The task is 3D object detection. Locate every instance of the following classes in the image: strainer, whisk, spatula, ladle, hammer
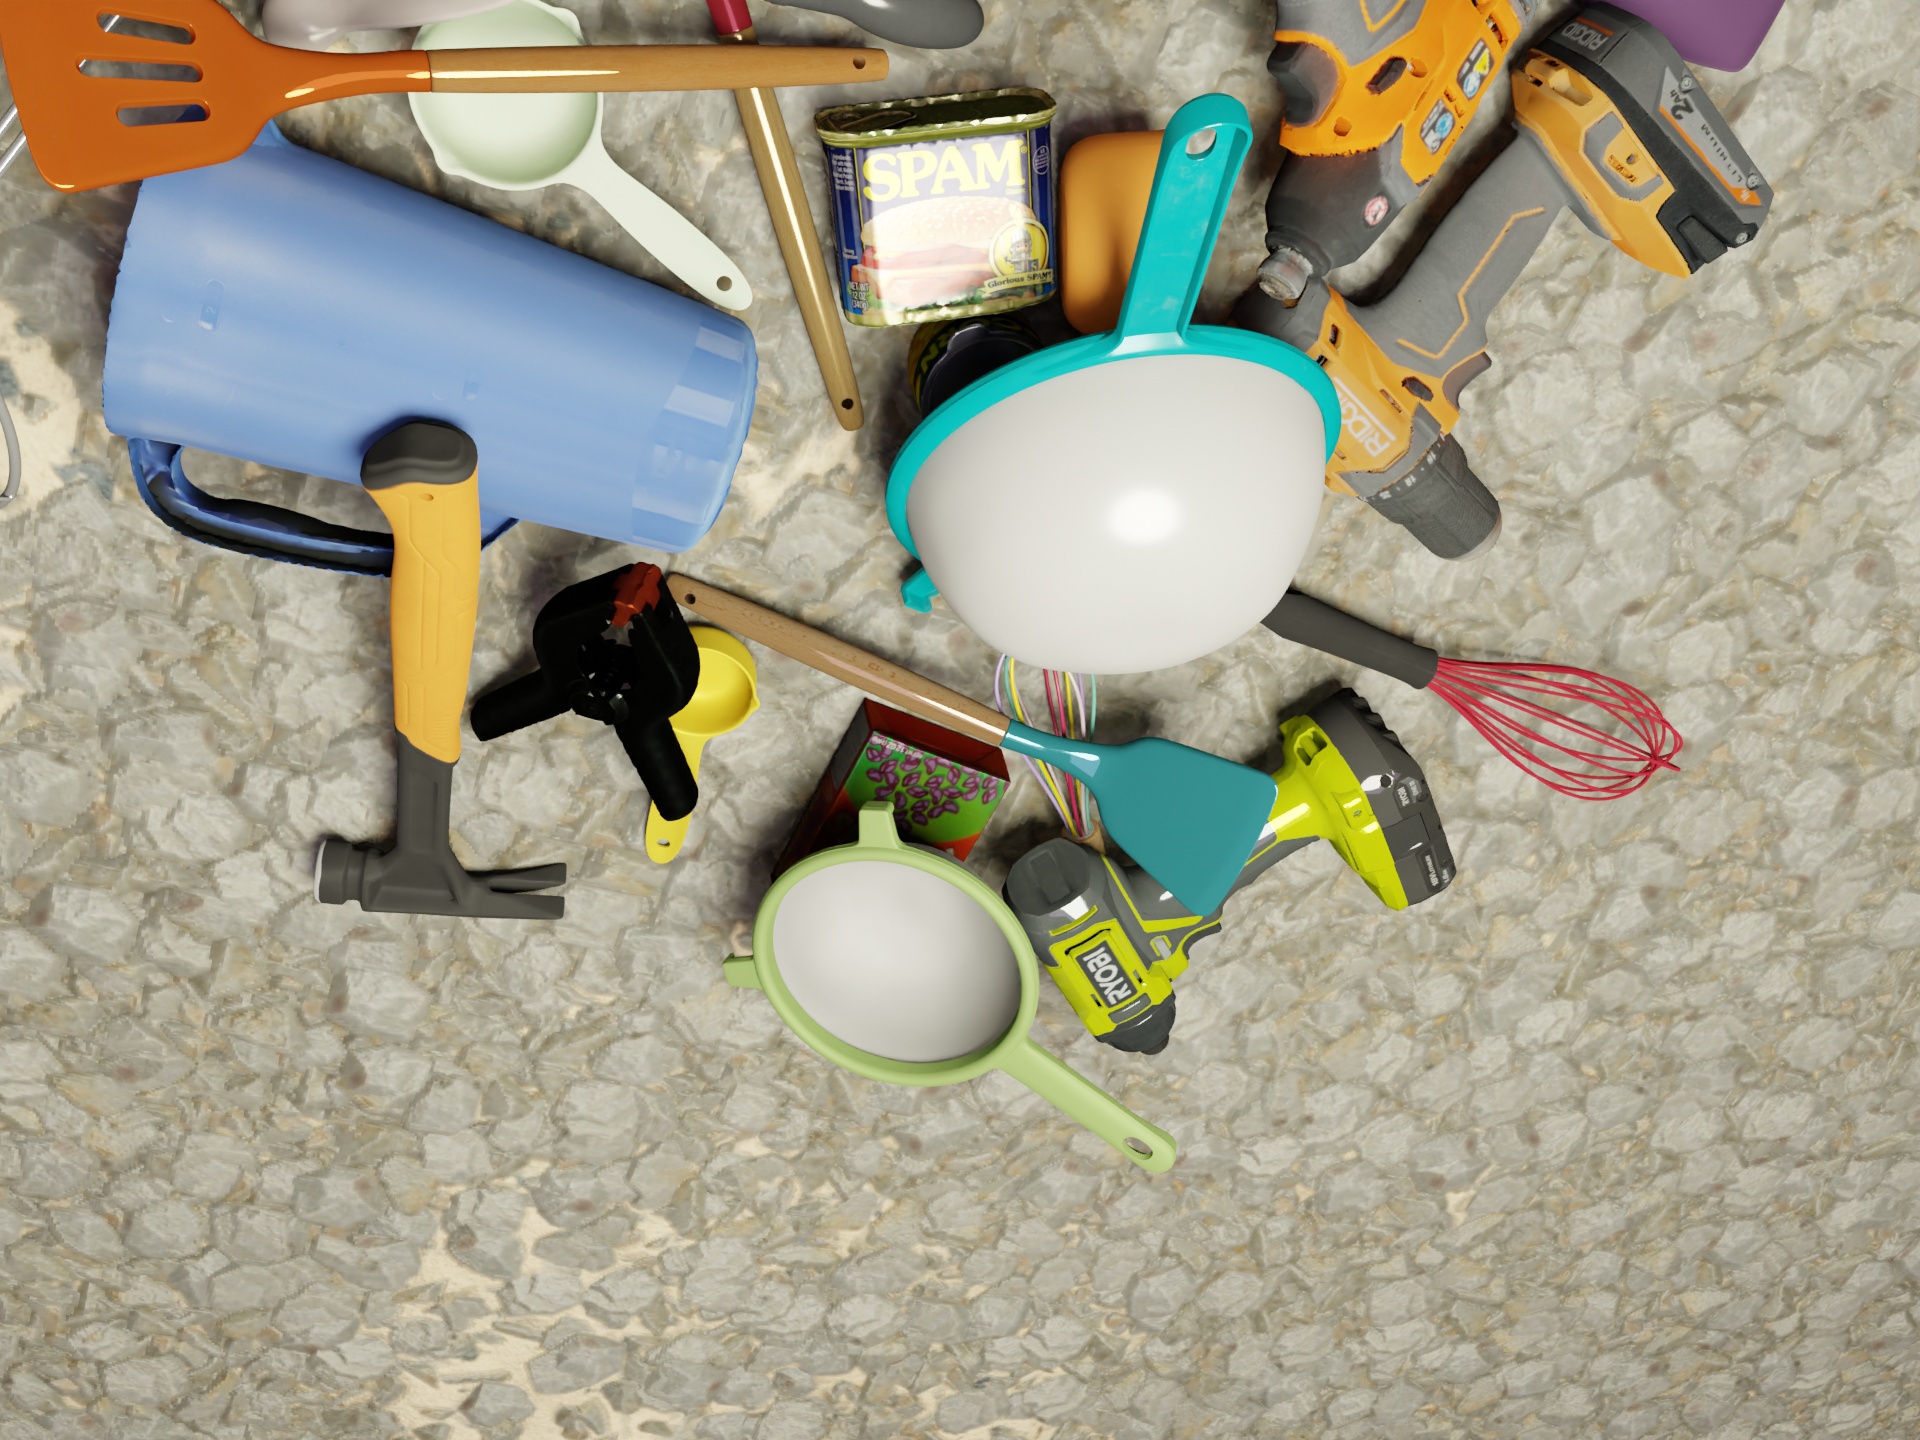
[{"bbox_3d":[0.014,0.144,0.837,0.256,0.069,0.151,37,121,-8],"label":"strainer"},{"bbox_3d":[-0.109,-0.291,0.597,0.284,0.070,0.070,-3,124,-35],"label":"whisk"},{"bbox_3d":[0.226,-0.350,0.683,0.315,0.018,0.059,10,122,-17],"label":"spatula"},{"bbox_3d":[0.079,-0.101,0.656,0.211,0.095,0.340,-7,159,-6],"label":"strainer"},{"bbox_3d":[-0.089,-0.265,0.673,0.069,0.031,0.315,-19,124,-3],"label":"ladle"},{"bbox_3d":[-0.001,-0.003,0.792,0.317,0.044,0.082,23,110,-5],"label":"spatula"},{"bbox_3d":[-0.234,-0.004,0.726,0.127,0.034,0.336,6,142,-14],"label":"hammer"},{"bbox_3d":[0.065,0.042,0.878,0.051,0.047,0.244,-10,127,10],"label":"whisk"},{"bbox_3d":[-0.174,-0.246,0.598,0.322,0.041,0.081,-11,104,-23],"label":"spatula"},{"bbox_3d":[0.269,-0.021,0.866,0.295,0.073,0.073,20,115,-15],"label":"whisk"}]

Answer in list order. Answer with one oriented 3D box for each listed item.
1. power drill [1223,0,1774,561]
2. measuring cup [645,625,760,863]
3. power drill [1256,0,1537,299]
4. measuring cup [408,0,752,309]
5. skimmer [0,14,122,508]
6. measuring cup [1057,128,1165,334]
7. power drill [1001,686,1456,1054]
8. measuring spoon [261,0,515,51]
[{"bbox_3d":[0.258,-0.190,0.751,0.185,0.084,0.226,37,112,-27],"label":"power drill"},{"bbox_3d":[-0.145,0.014,0.836,0.062,0.029,0.156,11,130,-12],"label":"measuring cup"},{"bbox_3d":[0.126,-0.284,0.623,0.226,0.084,0.164,32,90,-42],"label":"power drill"},{"bbox_3d":[-0.153,-0.236,0.672,0.083,0.038,0.167,-43,120,15],"label":"measuring cup"},{"bbox_3d":[-0.350,-0.239,0.634,0.127,0.090,0.363,41,96,-1],"label":"skimmer"},{"bbox_3d":[0.069,-0.185,0.728,0.052,0.095,0.173,-1,140,-1],"label":"measuring cup"},{"bbox_3d":[0.152,0.094,0.884,0.223,0.080,0.171,-30,131,3],"label":"power drill"},{"bbox_3d":[-0.219,-0.280,0.612,0.124,0.034,0.018,-2,164,17],"label":"measuring spoon"}]
